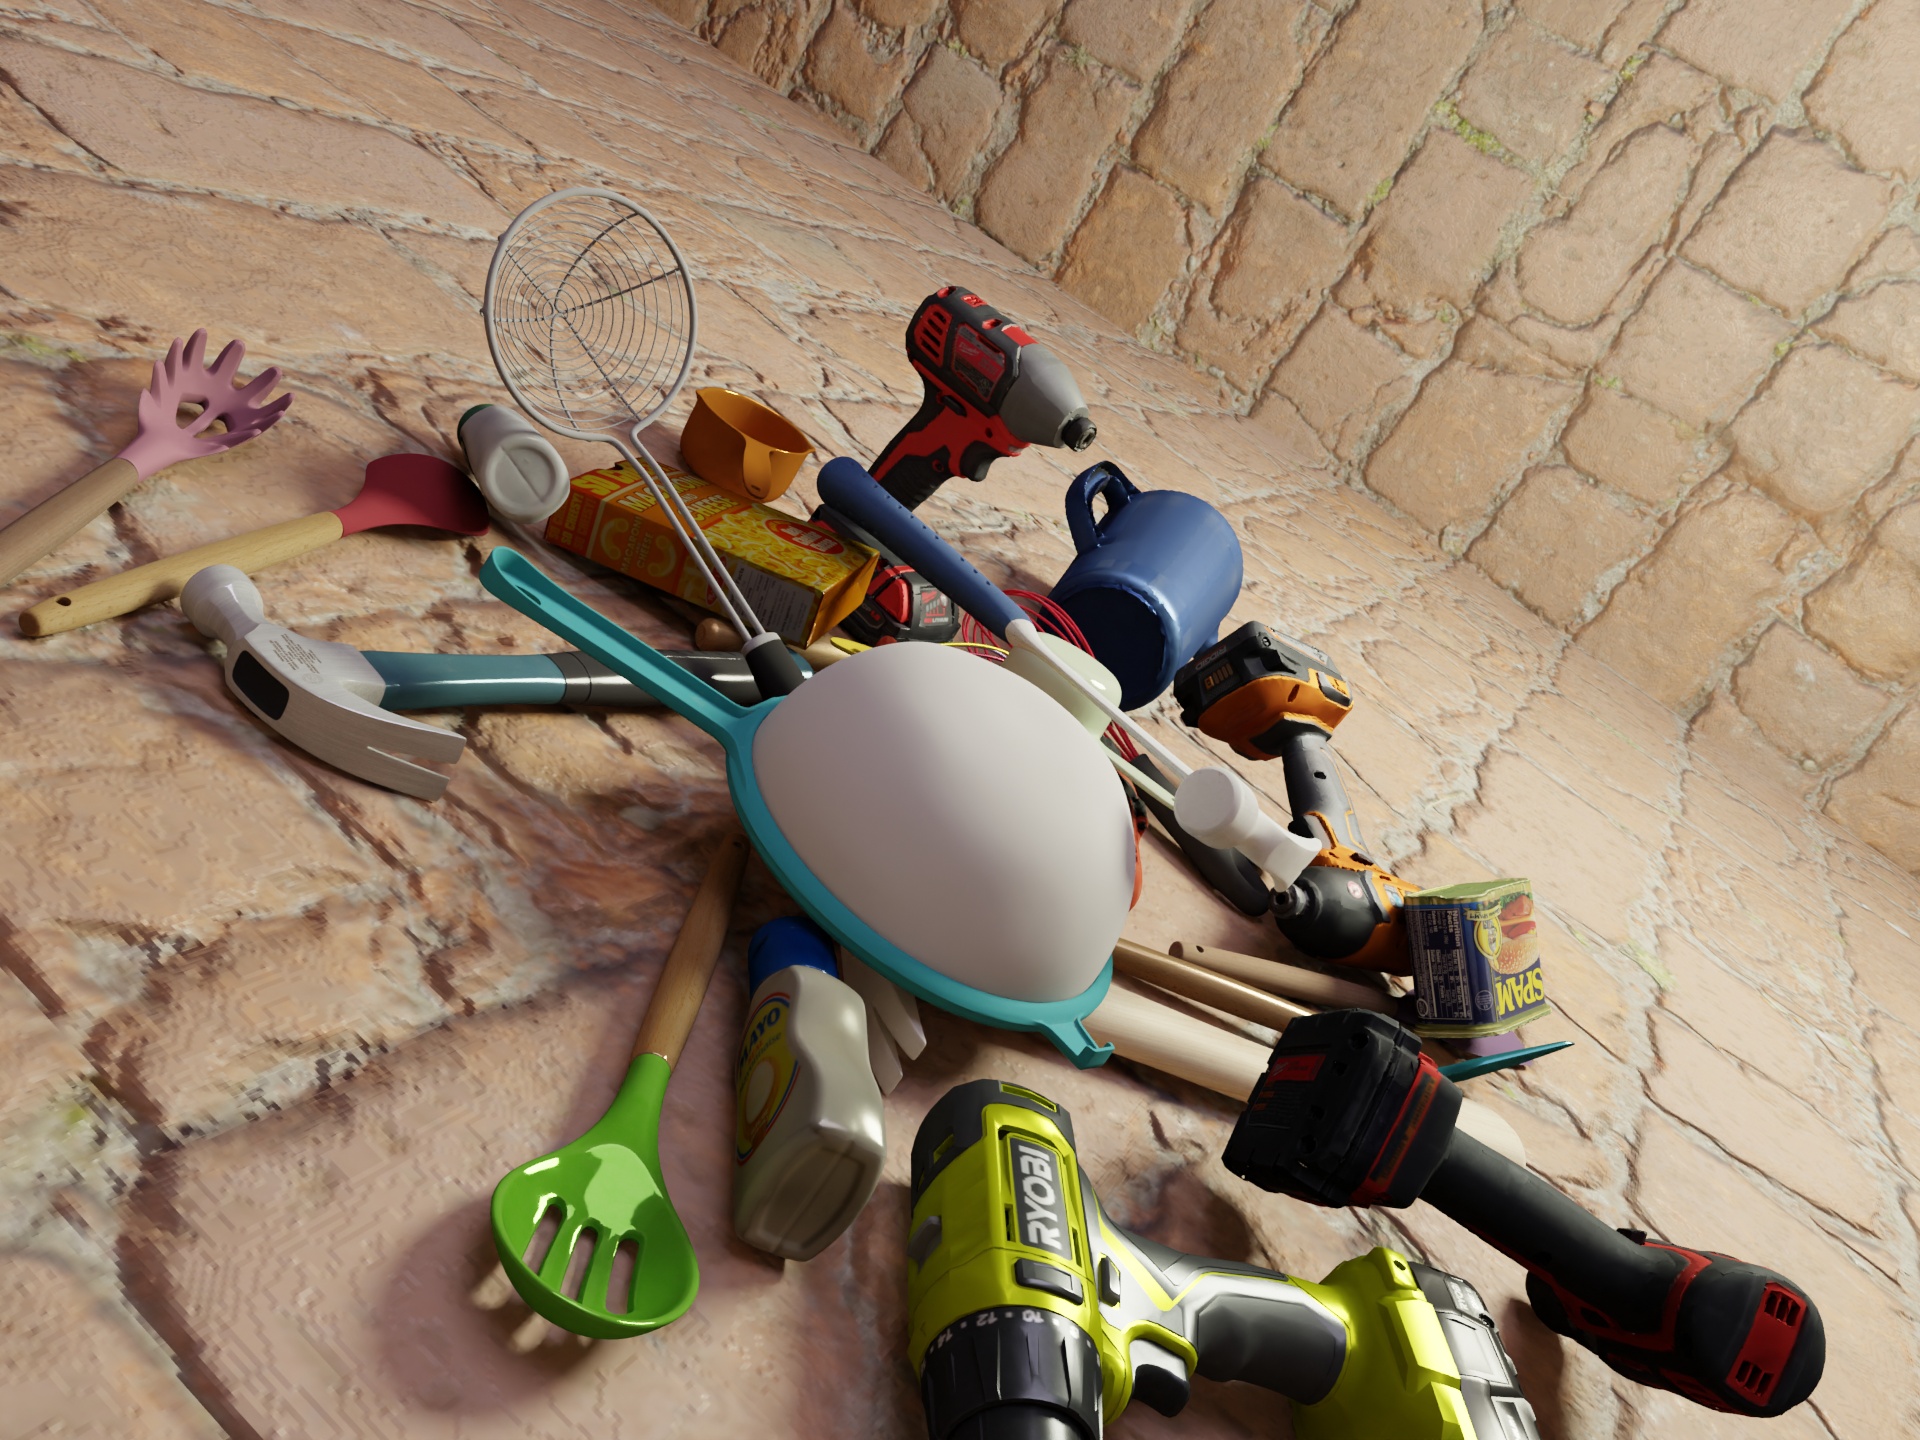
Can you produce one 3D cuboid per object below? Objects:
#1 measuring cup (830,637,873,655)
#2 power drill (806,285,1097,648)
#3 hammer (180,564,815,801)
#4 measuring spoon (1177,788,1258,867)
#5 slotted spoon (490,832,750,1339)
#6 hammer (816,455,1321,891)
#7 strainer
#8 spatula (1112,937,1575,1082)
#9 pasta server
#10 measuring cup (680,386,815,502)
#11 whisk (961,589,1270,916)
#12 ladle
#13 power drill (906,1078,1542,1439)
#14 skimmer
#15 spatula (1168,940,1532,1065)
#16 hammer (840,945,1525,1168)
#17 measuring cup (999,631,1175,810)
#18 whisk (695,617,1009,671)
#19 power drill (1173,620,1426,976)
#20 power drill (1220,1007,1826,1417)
[{"bbox_3d":[-0.001,-0.003,0.849,0.156,0.029,0.062,23,17,-3],"label":"measuring cup"},{"bbox_3d":[-0.010,-0.154,1.033,0.143,0.219,0.078,42,24,22],"label":"power drill"},{"bbox_3d":[-0.190,-0.021,0.771,0.128,0.033,0.331,43,24,26],"label":"hammer"},{"bbox_3d":[0.165,0.069,1.080,0.128,0.021,0.042,25,26,6],"label":"measuring spoon"},{"bbox_3d":[-0.109,0.118,0.599,0.070,0.031,0.314,29,21,-9],"label":"slotted spoon"},{"bbox_3d":[0.042,-0.040,0.885,0.406,0.035,0.144,43,7,39],"label":"hammer"},{"bbox_3d":[-0.045,-0.003,0.708,0.340,0.095,0.211,34,23,-13],"label":"strainer"},{"bbox_3d":[0.188,0.158,0.880,0.317,0.082,0.044,22,59,-14],"label":"spatula"},{"bbox_3d":[-0.376,-0.105,0.695,0.060,0.040,0.316,37,21,-18],"label":"pasta server"},{"bbox_3d":[-0.153,-0.174,1.112,0.095,0.052,0.174,24,26,-20],"label":"measuring cup"},{"bbox_3d":[0.102,0.016,1.053,0.296,0.073,0.073,49,27,22],"label":"whisk"},{"bbox_3d":[-0.316,-0.086,0.752,0.069,0.031,0.315,35,24,2],"label":"ladle"},{"bbox_3d":[0.087,0.234,0.553,0.228,0.080,0.191,24,24,-14],"label":"power drill"},{"bbox_3d":[-0.124,-0.102,0.816,0.127,0.090,0.363,-25,79,-38],"label":"skimmer"},{"bbox_3d":[0.243,0.168,0.967,0.315,0.018,0.060,18,31,-34],"label":"spatula"},{"bbox_3d":[0.126,0.173,0.783,0.410,0.038,0.146,23,25,-22],"label":"hammer"},{"bbox_3d":[0.089,-0.001,0.943,0.083,0.038,0.168,15,20,-48],"label":"measuring cup"},{"bbox_3d":[-0.050,-0.031,0.971,0.244,0.047,0.051,8,20,-37],"label":"whisk"},{"bbox_3d":[0.218,0.052,1.020,0.164,0.084,0.227,16,47,-46],"label":"power drill"},{"bbox_3d":[0.236,0.221,0.708,0.226,0.080,0.188,30,-14,2],"label":"power drill"}]
